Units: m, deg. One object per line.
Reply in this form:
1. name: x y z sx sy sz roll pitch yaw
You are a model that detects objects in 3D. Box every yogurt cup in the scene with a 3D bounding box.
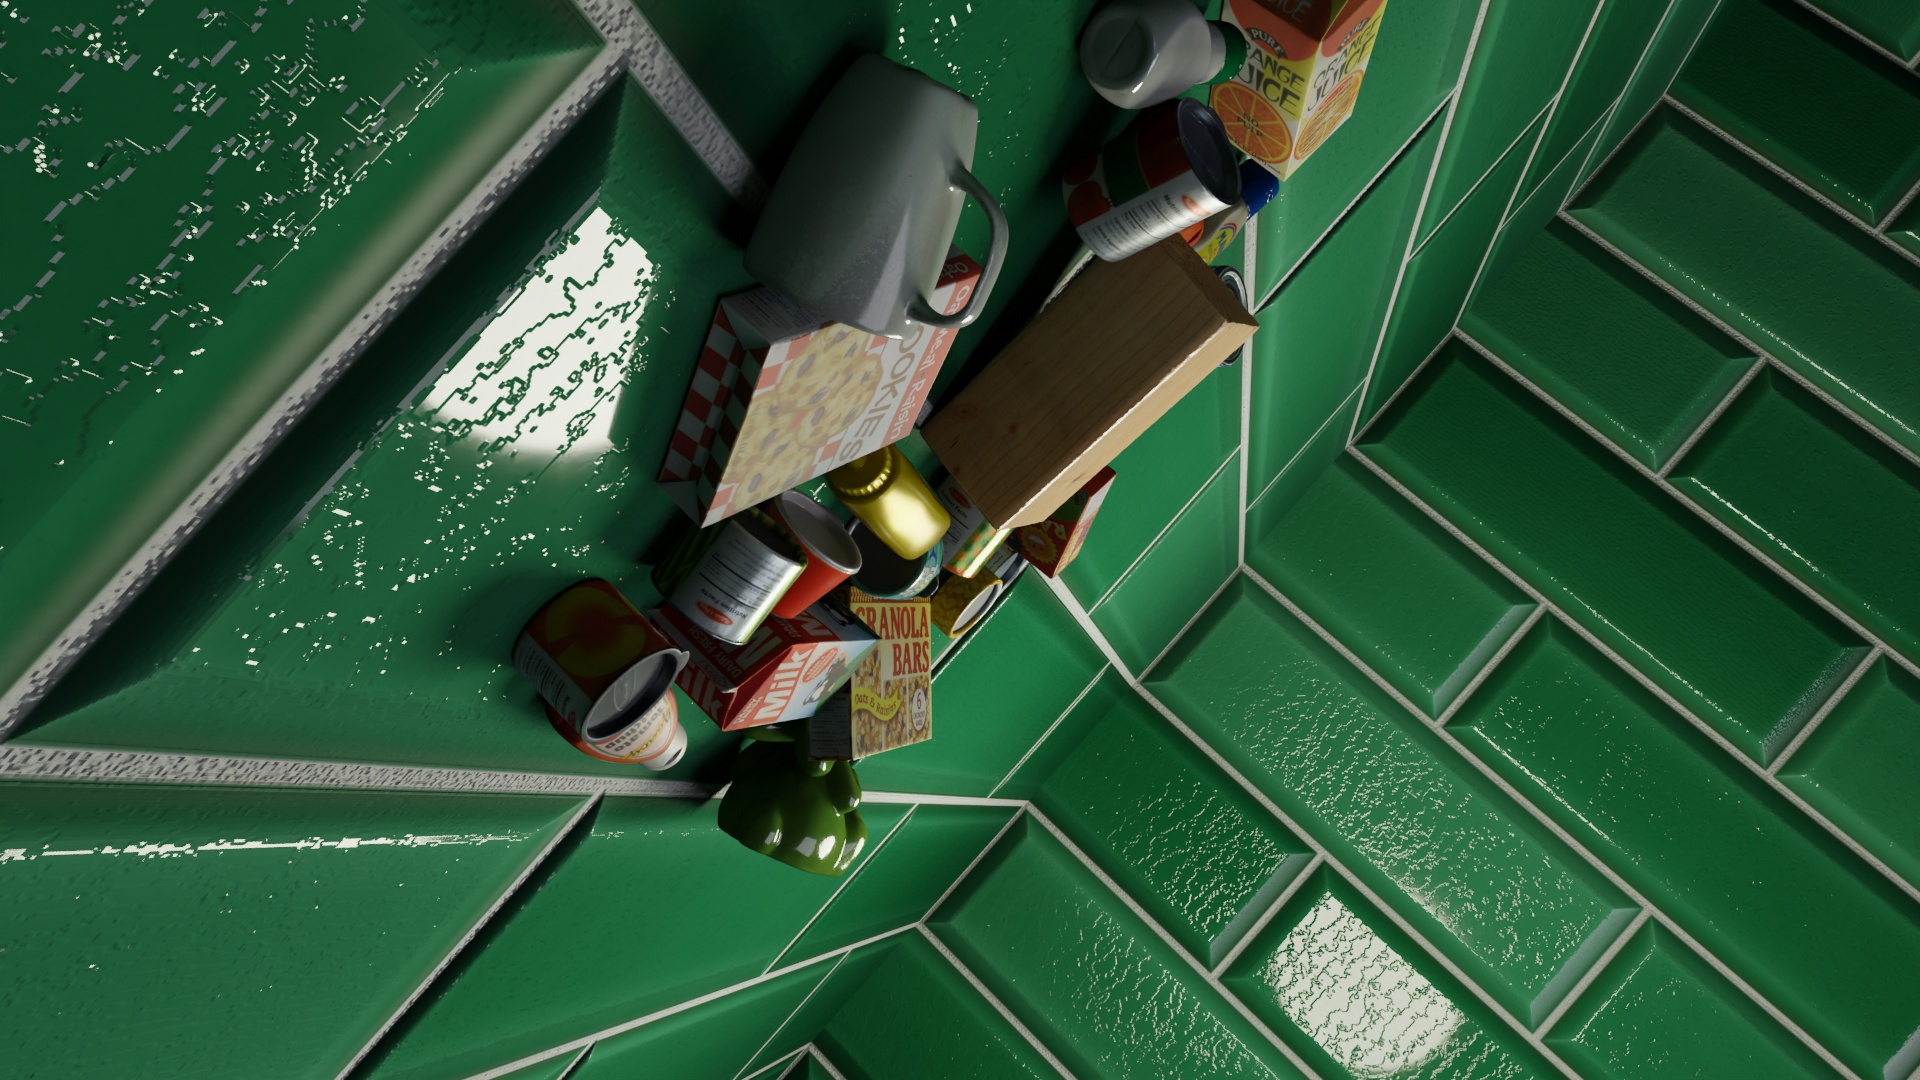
1. yogurt cup: -0.101 0.010 0.831 0.054 0.072 0.072 -44 166 14

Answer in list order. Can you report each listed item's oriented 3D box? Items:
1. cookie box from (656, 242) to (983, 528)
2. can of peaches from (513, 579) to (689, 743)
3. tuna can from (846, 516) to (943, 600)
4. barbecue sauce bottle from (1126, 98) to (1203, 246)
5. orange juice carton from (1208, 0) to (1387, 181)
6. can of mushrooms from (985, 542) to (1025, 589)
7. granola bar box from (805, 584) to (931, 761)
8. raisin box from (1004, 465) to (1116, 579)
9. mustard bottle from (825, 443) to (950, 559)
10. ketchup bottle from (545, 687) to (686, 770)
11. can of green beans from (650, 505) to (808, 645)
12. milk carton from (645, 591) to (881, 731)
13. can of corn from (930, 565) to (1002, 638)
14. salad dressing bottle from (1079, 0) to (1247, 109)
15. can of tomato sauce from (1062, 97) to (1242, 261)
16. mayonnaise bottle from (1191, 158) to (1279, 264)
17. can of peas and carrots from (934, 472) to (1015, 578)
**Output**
1. cookie box: -0.070 -0.087 0.724 0.168 0.040 0.122 -30 156 -46
2. can of peaches: -0.188 0.062 0.729 0.071 0.058 0.071 -44 163 -17
3. tuna can: -0.046 0.010 0.962 0.071 0.071 0.033 -50 163 8
4. barbecue sauce bottle: 0.139 -0.235 0.923 0.065 0.044 0.148 -46 165 4
5. orange juice carton: 0.211 -0.317 0.865 0.073 0.072 0.192 -46 165 -9
6. can of mushrooms: 0.028 0.023 1.265 0.071 0.033 0.070 -44 163 -17
7. granola bar box: -0.067 0.096 1.046 0.165 0.039 0.124 9 80 -72
8. raisin box: 0.067 -0.035 1.130 0.040 0.086 0.122 -43 164 -33
9. mustard bottle: -0.050 -0.034 0.863 0.049 0.065 0.160 -43 161 -2
10. ketchup bottle: -0.199 0.107 0.837 0.065 0.043 0.148 -45 165 -13
11. can of green beans: -0.127 0.014 0.766 0.057 0.071 0.071 -51 164 8
12. milk carton: -0.128 0.067 0.878 0.073 0.072 0.190 -50 164 9
13. can of corn: -0.009 0.041 1.161 0.071 0.058 0.071 -44 164 -16
14. salad dressing bottle: 0.119 -0.274 0.777 0.148 0.044 0.064 -27 158 -55
15. can of tomato sauce: 0.111 -0.211 0.811 0.083 0.071 0.071 -21 -177 37
16. mayonnaise bottle: 0.180 -0.231 1.045 0.148 0.041 0.064 -43 162 -16
17. can of peas and carrots: 0.004 -0.013 1.048 0.058 0.071 0.071 -51 164 13
